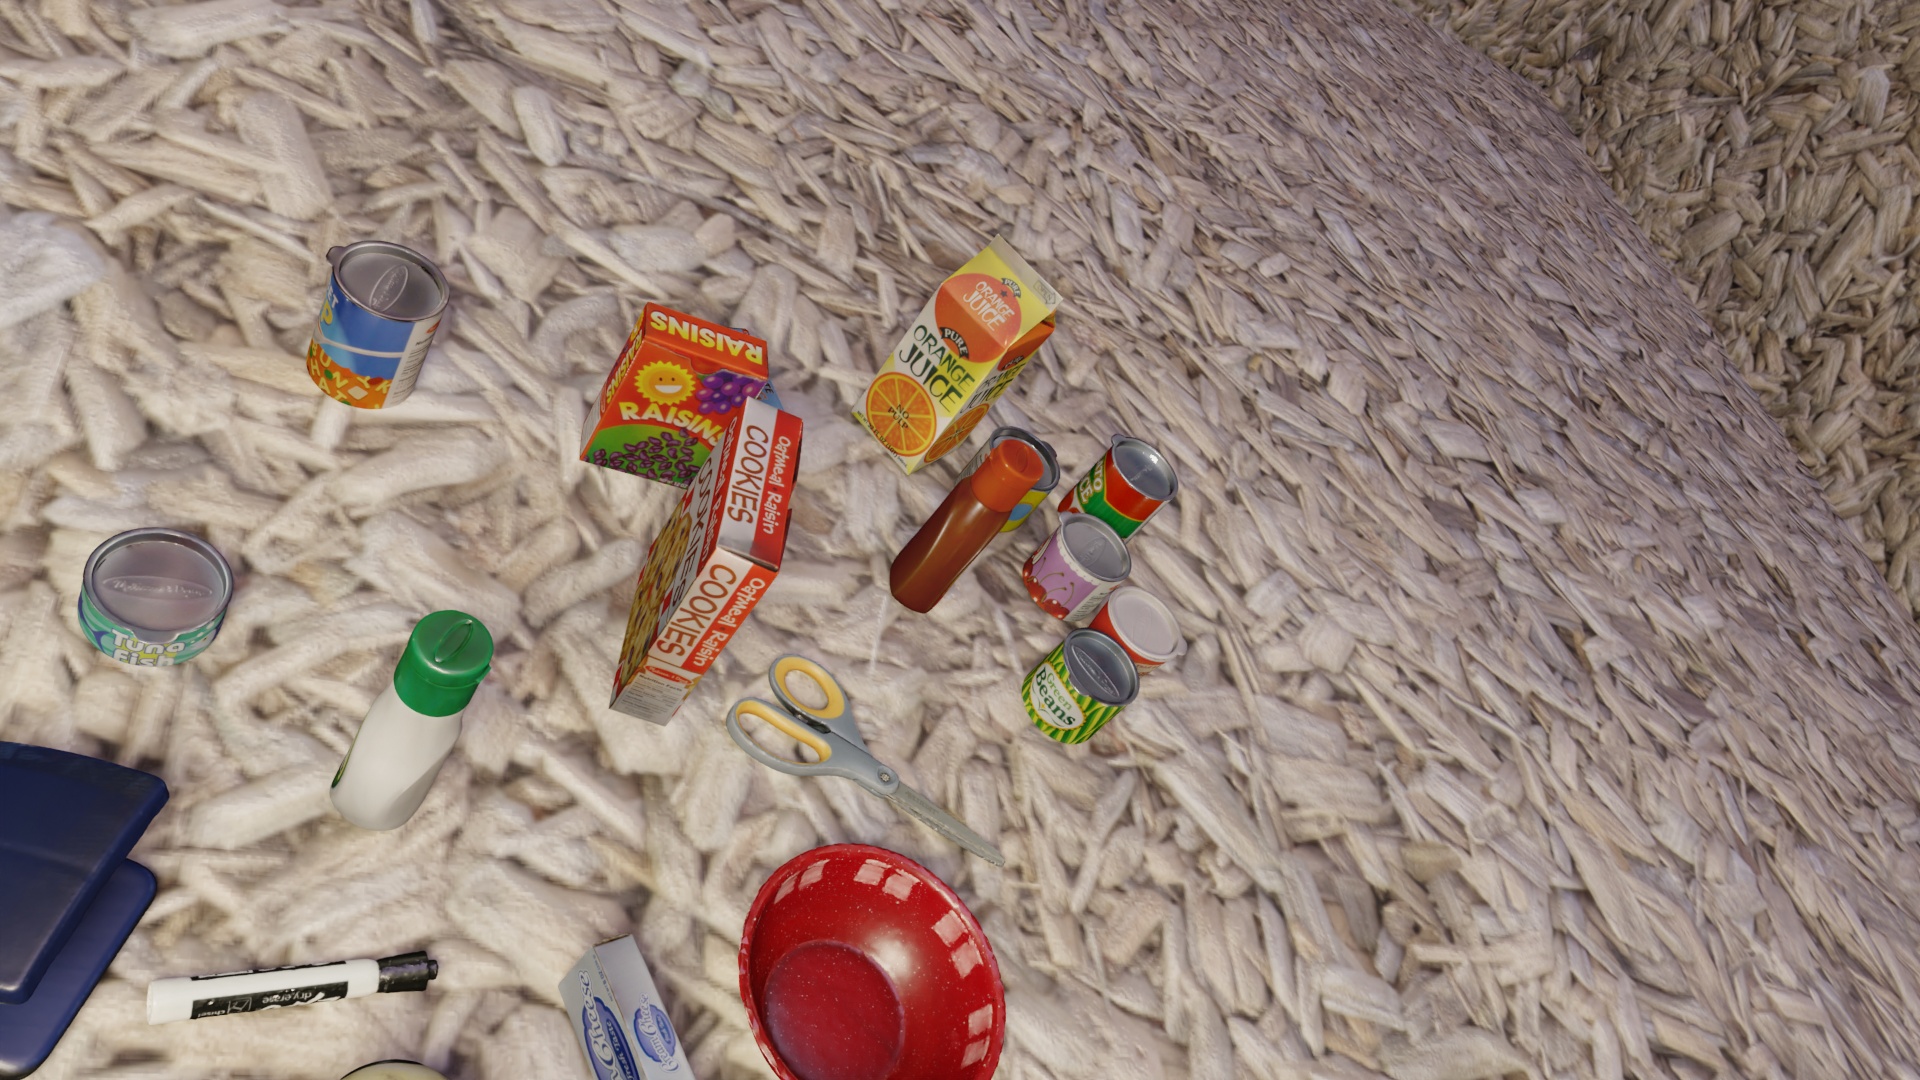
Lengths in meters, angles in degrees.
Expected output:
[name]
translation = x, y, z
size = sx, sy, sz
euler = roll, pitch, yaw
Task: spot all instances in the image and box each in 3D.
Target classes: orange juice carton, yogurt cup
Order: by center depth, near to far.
[orange juice carton]
translation = 0.002, -0.143, 1.066
size = 0.072, 0.191, 0.073
euler = 48, 40, 9
[yogurt cup]
translation = 0.129, 0.077, 1.071
size = 0.072, 0.053, 0.073
euler = 22, 43, -22

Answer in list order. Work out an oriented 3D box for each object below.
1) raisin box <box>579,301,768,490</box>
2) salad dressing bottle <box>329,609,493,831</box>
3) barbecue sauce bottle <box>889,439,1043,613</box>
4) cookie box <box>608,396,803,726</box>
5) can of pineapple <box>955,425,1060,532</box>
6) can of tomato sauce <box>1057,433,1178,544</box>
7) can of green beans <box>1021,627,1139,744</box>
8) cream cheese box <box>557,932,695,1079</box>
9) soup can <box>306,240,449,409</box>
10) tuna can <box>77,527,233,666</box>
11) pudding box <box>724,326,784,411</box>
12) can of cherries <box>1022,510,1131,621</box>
[raisin box]
translation = -0.191, -0.092, 0.919
size = 0.086, 0.122, 0.040
euler = 17, 45, -26
[salad dressing bottle]
translation = -0.265, 0.088, 0.673
size = 0.044, 0.147, 0.064
euler = 35, 39, -8
[barbecue sauce bottle]
translation = 0.003, -0.012, 0.980
size = 0.043, 0.147, 0.065
euler = 31, 40, -12
[cookie box]
translation = -0.149, 0.014, 0.819
size = 0.040, 0.166, 0.123
euler = 23, 42, -21
[can of pineapple]
translation = 0.039, -0.049, 1.113
size = 0.071, 0.057, 0.071
euler = 22, 43, -22
[can of tomato sauce]
translation = 0.128, -0.036, 1.153
size = 0.071, 0.082, 0.071
euler = 22, 43, -22
[can of green beans]
translation = 0.086, 0.106, 1.007
size = 0.071, 0.057, 0.071
euler = 22, 43, -22
[cream cheese box]
translation = -0.160, 0.251, 0.679
size = 0.024, 0.053, 0.104
euler = -9, 60, -43
[soup can]
translation = -0.361, -0.132, 0.852
size = 0.071, 0.083, 0.072
euler = 22, 43, -22
[tuna can]
translation = -0.407, 0.031, 0.703
size = 0.071, 0.032, 0.071
euler = 22, 43, -22
[pudding box]
translation = -0.163, -0.110, 1.016
size = 0.030, 0.049, 0.084
euler = -2, 55, -40
[can of cherries]
translation = 0.089, 0.020, 1.090
size = 0.071, 0.058, 0.072
euler = 22, 43, -22
